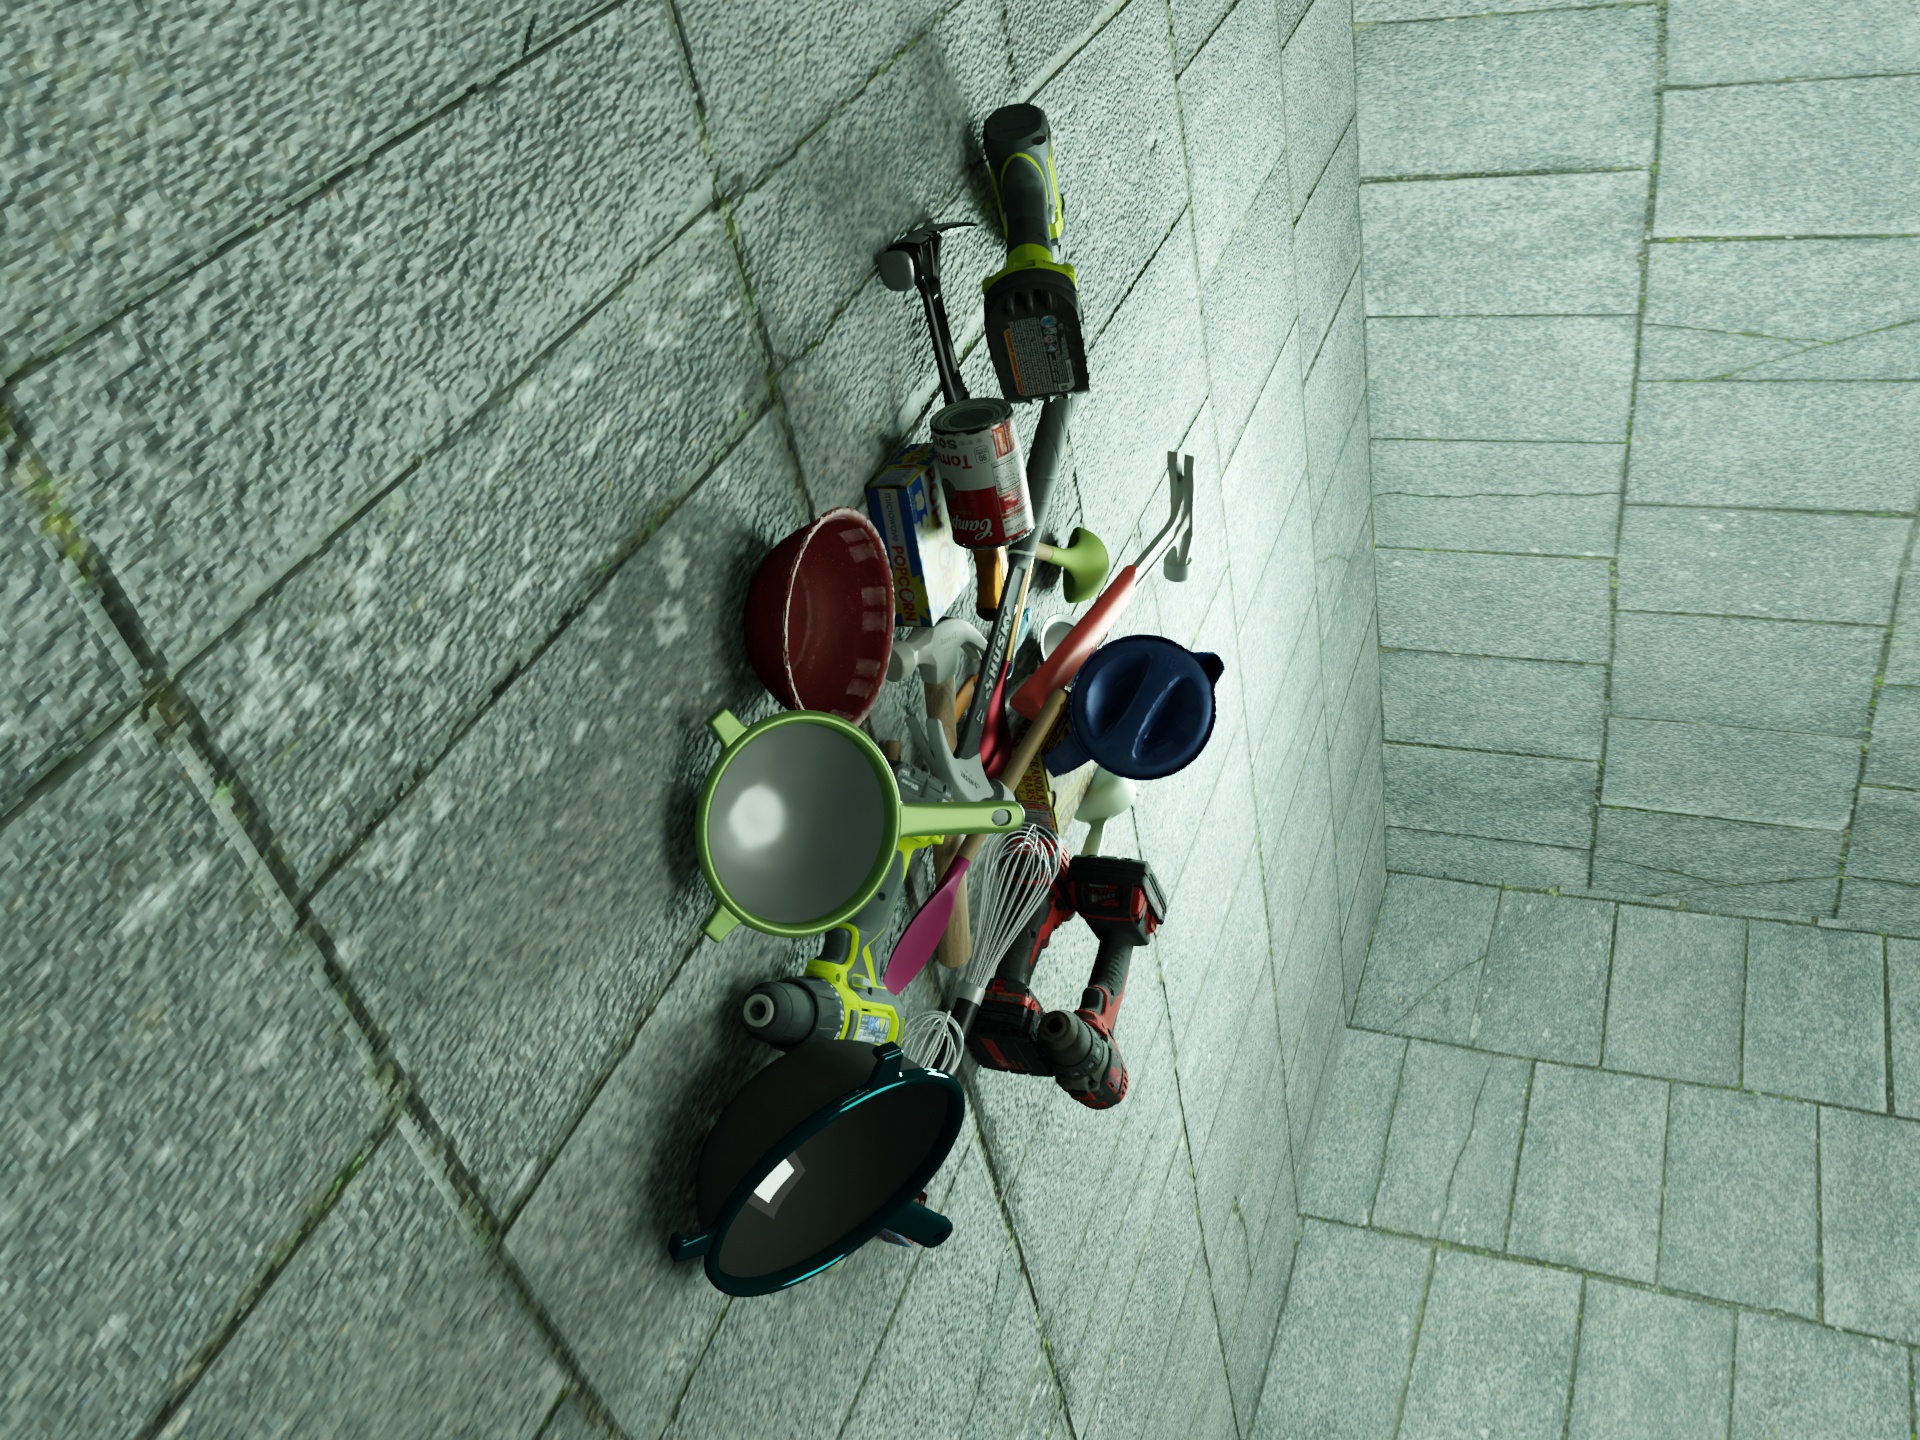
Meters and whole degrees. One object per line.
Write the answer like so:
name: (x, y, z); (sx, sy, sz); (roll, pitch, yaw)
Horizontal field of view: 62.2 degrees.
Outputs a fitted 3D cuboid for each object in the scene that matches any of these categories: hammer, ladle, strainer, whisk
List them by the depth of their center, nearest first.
strainer: (-0.076, 0.067, 1.101); (0.256, 0.069, 0.151); (0, 92, -34)
strainer: (-0.087, 0.320, 1.159); (0.211, 0.095, 0.340); (-42, 149, -5)
whisk: (-0.060, 0.345, 1.324); (0.246, 0.058, 0.059); (-62, 178, -34)
hammer: (0.005, -0.240, 1.325); (0.127, 0.034, 0.336); (-51, 135, -51)
hammer: (0.044, -0.127, 1.337); (0.149, 0.036, 0.409); (43, 57, -53)
hammer: (-0.011, 0.066, 1.373); (0.130, 0.031, 0.331); (-32, 128, -46)
ladle: (0.044, -0.079, 1.436); (0.069, 0.031, 0.315); (13, 88, -43)
whisk: (0.020, 0.222, 1.468); (0.285, 0.070, 0.070); (-67, 152, -20)
ladle: (0.058, -0.162, 1.502); (0.320, 0.062, 0.078); (5, 91, -60)
strainer: (0.070, -0.038, 1.544); (0.258, 0.050, 0.087); (-37, 100, -52)
hammer: (0.149, -0.122, 1.572); (0.359, 0.037, 0.149); (-49, 145, -41)

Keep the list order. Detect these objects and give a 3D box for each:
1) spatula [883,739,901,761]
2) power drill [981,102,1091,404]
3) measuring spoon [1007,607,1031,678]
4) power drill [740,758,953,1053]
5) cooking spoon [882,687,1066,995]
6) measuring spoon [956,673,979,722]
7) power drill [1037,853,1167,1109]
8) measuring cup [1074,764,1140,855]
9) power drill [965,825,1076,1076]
spatula: (-0.072, 0.173, 1.291); (0.059, 0.018, 0.316); (7, 89, -69)
power drill: (0.064, -0.385, 1.354); (0.171, 0.080, 0.223); (69, 17, -57)
measuring spoon: (0.046, -0.079, 1.515); (0.129, 0.021, 0.042); (-61, 147, -60)
power drill: (-0.086, 0.142, 1.183); (0.190, 0.080, 0.228); (33, 68, -64)
cooking spoon: (0.014, 0.100, 1.377); (0.319, 0.017, 0.068); (-58, 153, -23)
measuring spoon: (-0.002, -0.005, 1.418); (0.117, 0.011, 0.021); (-58, 145, -44)
power drill: (0.128, 0.243, 1.515); (0.187, 0.080, 0.227); (57, 42, -56)
measuring cup: (0.138, 0.095, 1.660); (0.168, 0.083, 0.038); (-67, 139, -57)
power drill: (0.070, 0.229, 1.563); (0.143, 0.078, 0.220); (63, 36, -52)
